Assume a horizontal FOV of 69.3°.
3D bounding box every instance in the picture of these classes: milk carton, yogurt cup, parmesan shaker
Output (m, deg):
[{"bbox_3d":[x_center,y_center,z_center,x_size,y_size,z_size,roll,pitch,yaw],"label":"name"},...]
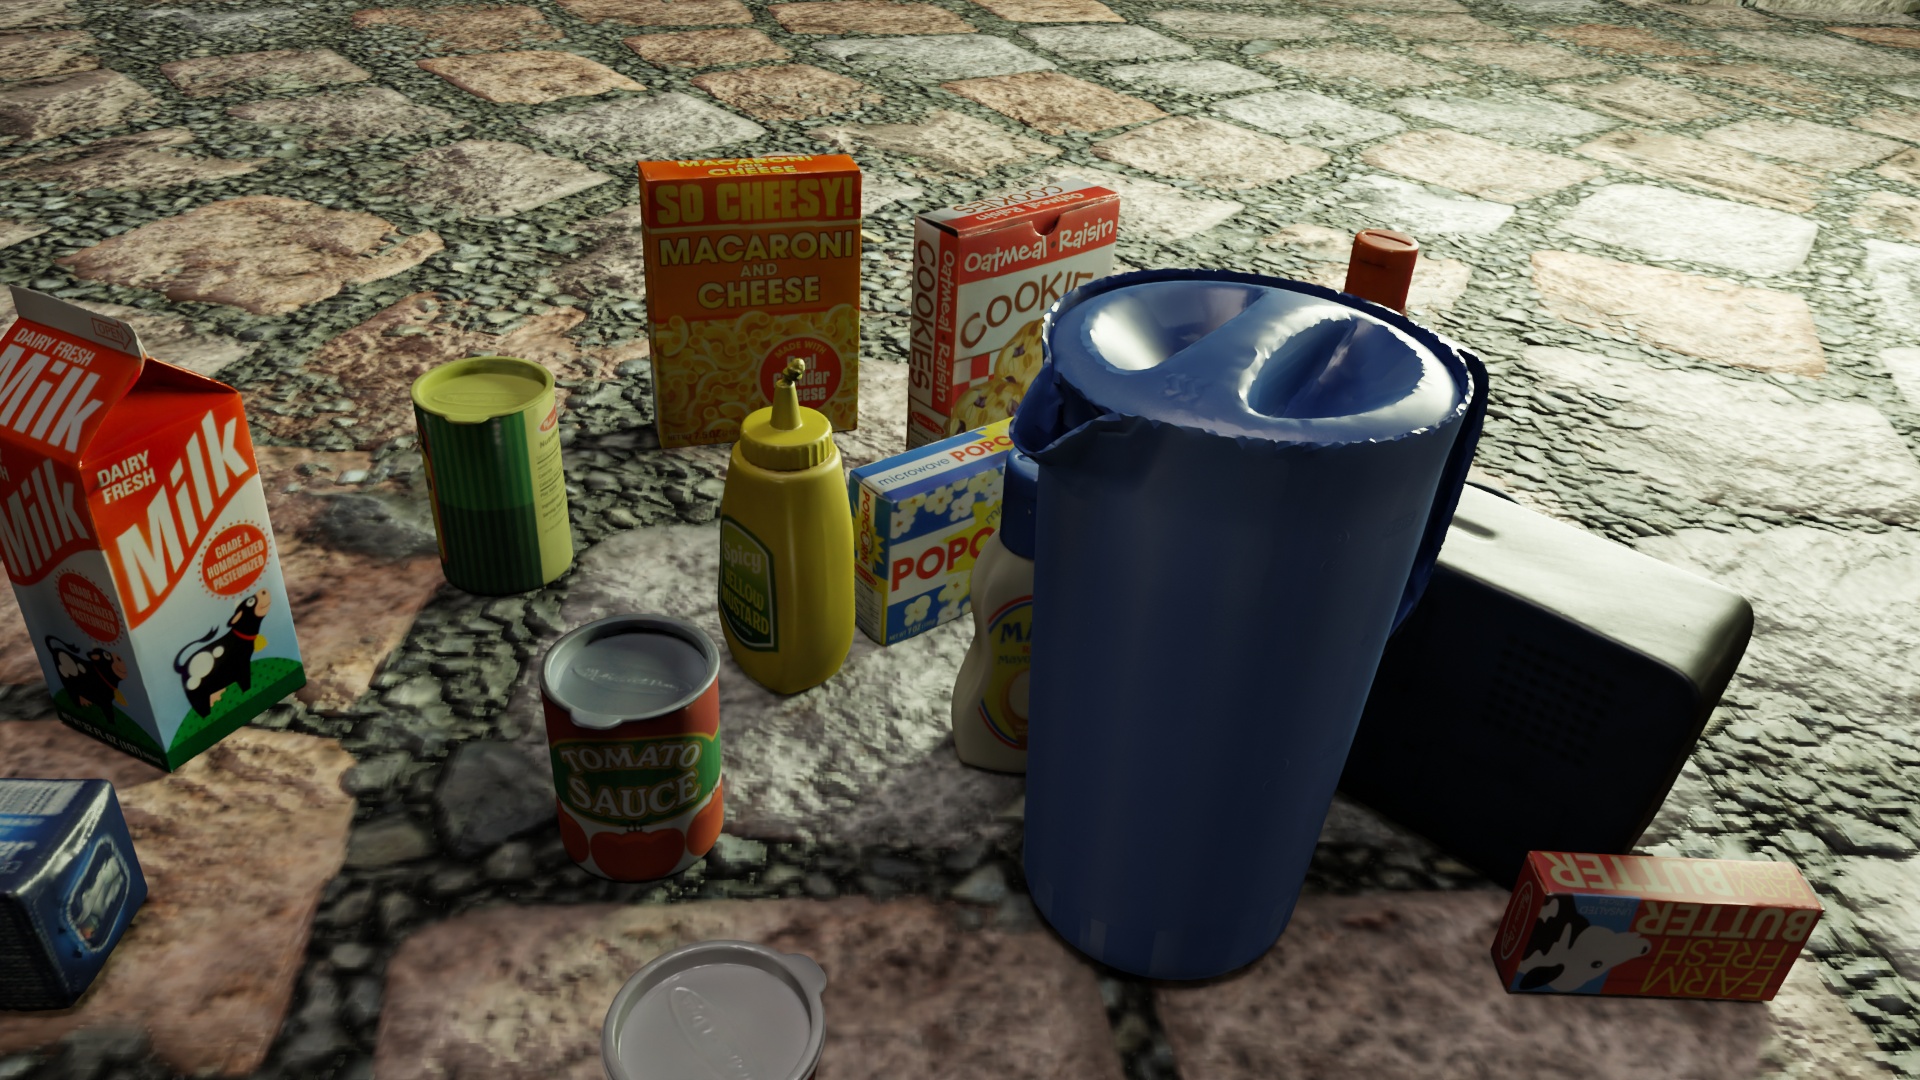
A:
[{"bbox_3d":[-0.335,-0.008,0.564,0.072,0.189,0.074,17,34,20],"label":"milk carton"},{"bbox_3d":[-0.077,0.169,0.437,0.072,0.053,0.073,3,32,-2],"label":"yogurt cup"},{"bbox_3d":[-0.233,-0.030,0.693,0.071,0.102,0.071,3,32,-2],"label":"parmesan shaker"}]

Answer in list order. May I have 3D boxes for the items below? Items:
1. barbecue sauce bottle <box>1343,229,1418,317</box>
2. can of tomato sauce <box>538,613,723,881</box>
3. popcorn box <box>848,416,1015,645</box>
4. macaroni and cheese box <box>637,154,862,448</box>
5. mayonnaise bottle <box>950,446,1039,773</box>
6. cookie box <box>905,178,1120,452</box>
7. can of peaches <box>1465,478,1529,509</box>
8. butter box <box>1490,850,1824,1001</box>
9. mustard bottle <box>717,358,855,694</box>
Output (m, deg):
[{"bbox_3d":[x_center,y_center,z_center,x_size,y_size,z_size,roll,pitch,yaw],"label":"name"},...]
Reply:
[{"bbox_3d":[0.239,-0.109,0.828,0.065,0.147,0.044,25,38,31],"label":"barbecue sauce bottle"},{"bbox_3d":[-0.127,0.082,0.543,0.071,0.082,0.071,3,32,-2],"label":"can of tomato sauce"},{"bbox_3d":[0.003,-0.009,0.701,0.127,0.084,0.038,-21,39,-34],"label":"popcorn box"},{"bbox_3d":[-0.123,-0.141,0.823,0.124,0.165,0.040,-7,33,-17],"label":"macaroni and cheese box"},{"bbox_3d":[0.031,0.030,0.583,0.065,0.147,0.041,3,32,-2],"label":"mayonnaise bottle"},{"bbox_3d":[0.029,-0.112,0.792,0.123,0.166,0.040,-23,41,-36],"label":"cookie box"},{"bbox_3d":[0.257,0.007,0.730,0.071,0.057,0.071,3,32,-2],"label":"can of peaches"},{"bbox_3d":[0.256,0.144,0.516,0.103,0.052,0.024,3,32,-2],"label":"butter box"},{"bbox_3d":[-0.079,-0.009,0.621,0.049,0.159,0.065,-24,41,-37],"label":"mustard bottle"}]
